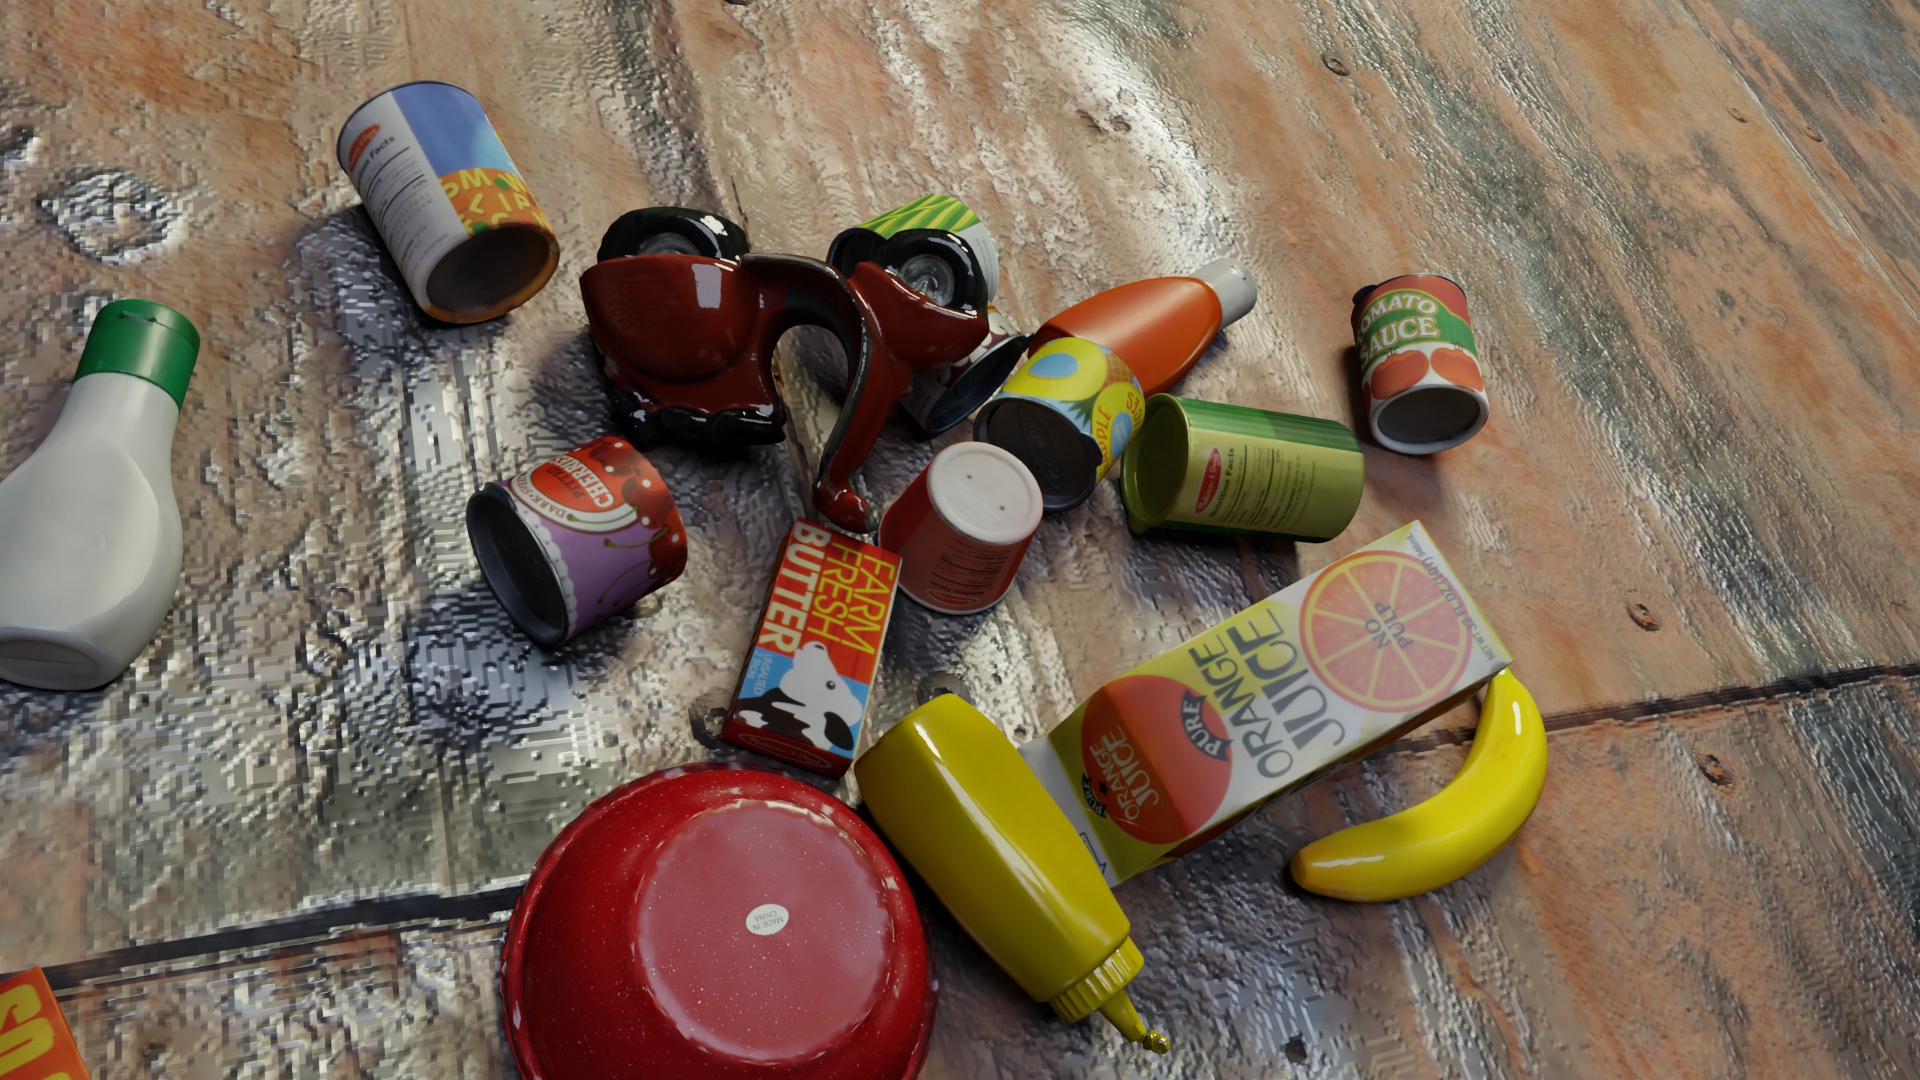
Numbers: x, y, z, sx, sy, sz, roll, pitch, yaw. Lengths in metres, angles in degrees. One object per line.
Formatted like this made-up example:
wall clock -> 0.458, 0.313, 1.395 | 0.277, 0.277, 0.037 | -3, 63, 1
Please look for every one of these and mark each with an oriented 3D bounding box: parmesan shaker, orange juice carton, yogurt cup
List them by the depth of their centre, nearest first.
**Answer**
orange juice carton -> 0.124, 0.074, 0.589 | 0.193, 0.073, 0.072 | -27, 70, -5
yogurt cup -> 0.002, -0.008, 0.626 | 0.072, 0.053, 0.073 | 11, 55, -17
parmesan shaker -> 0.141, -0.032, 0.701 | 0.103, 0.071, 0.071 | 6, 57, -22

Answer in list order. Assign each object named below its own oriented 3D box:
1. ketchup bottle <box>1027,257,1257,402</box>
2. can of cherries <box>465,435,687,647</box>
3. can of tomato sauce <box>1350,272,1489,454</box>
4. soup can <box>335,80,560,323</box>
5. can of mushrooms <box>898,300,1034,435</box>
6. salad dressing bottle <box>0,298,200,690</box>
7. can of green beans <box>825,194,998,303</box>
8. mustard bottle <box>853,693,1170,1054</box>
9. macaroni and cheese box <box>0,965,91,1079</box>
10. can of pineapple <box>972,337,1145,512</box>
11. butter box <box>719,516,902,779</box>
ketchup bottle -> 0.106, -0.114, 0.750 | 0.149, 0.043, 0.065 | -32, 77, -37
can of cherries -> -0.149, -0.003, 0.542 | 0.059, 0.071, 0.071 | -32, 76, -37
can of tomato sauce -> 0.262, -0.102, 0.799 | 0.071, 0.070, 0.083 | 14, 55, -16
soup can -> -0.221, -0.147, 0.610 | 0.071, 0.071, 0.084 | -22, 70, -34
can of mushrooms -> -0.001, -0.086, 0.668 | 0.033, 0.070, 0.071 | 46, 52, 11
salad dressing bottle -> -0.309, -0.021, 0.500 | 0.064, 0.043, 0.148 | 7, 55, -18
can of green beans -> -0.023, -0.132, 0.689 | 0.058, 0.071, 0.071 | -34, 77, -37
mustard bottle -> 0.025, 0.135, 0.539 | 0.160, 0.048, 0.065 | 52, 25, 11
macaroni and cheese box -> -0.295, 0.200, 0.340 | 0.167, 0.040, 0.124 | -25, 52, -35
can of pineapple -> 0.050, -0.056, 0.671 | 0.071, 0.070, 0.058 | 38, 51, 3
butter box -> -0.060, 0.044, 0.582 | 0.053, 0.024, 0.104 | 21, 53, -12
